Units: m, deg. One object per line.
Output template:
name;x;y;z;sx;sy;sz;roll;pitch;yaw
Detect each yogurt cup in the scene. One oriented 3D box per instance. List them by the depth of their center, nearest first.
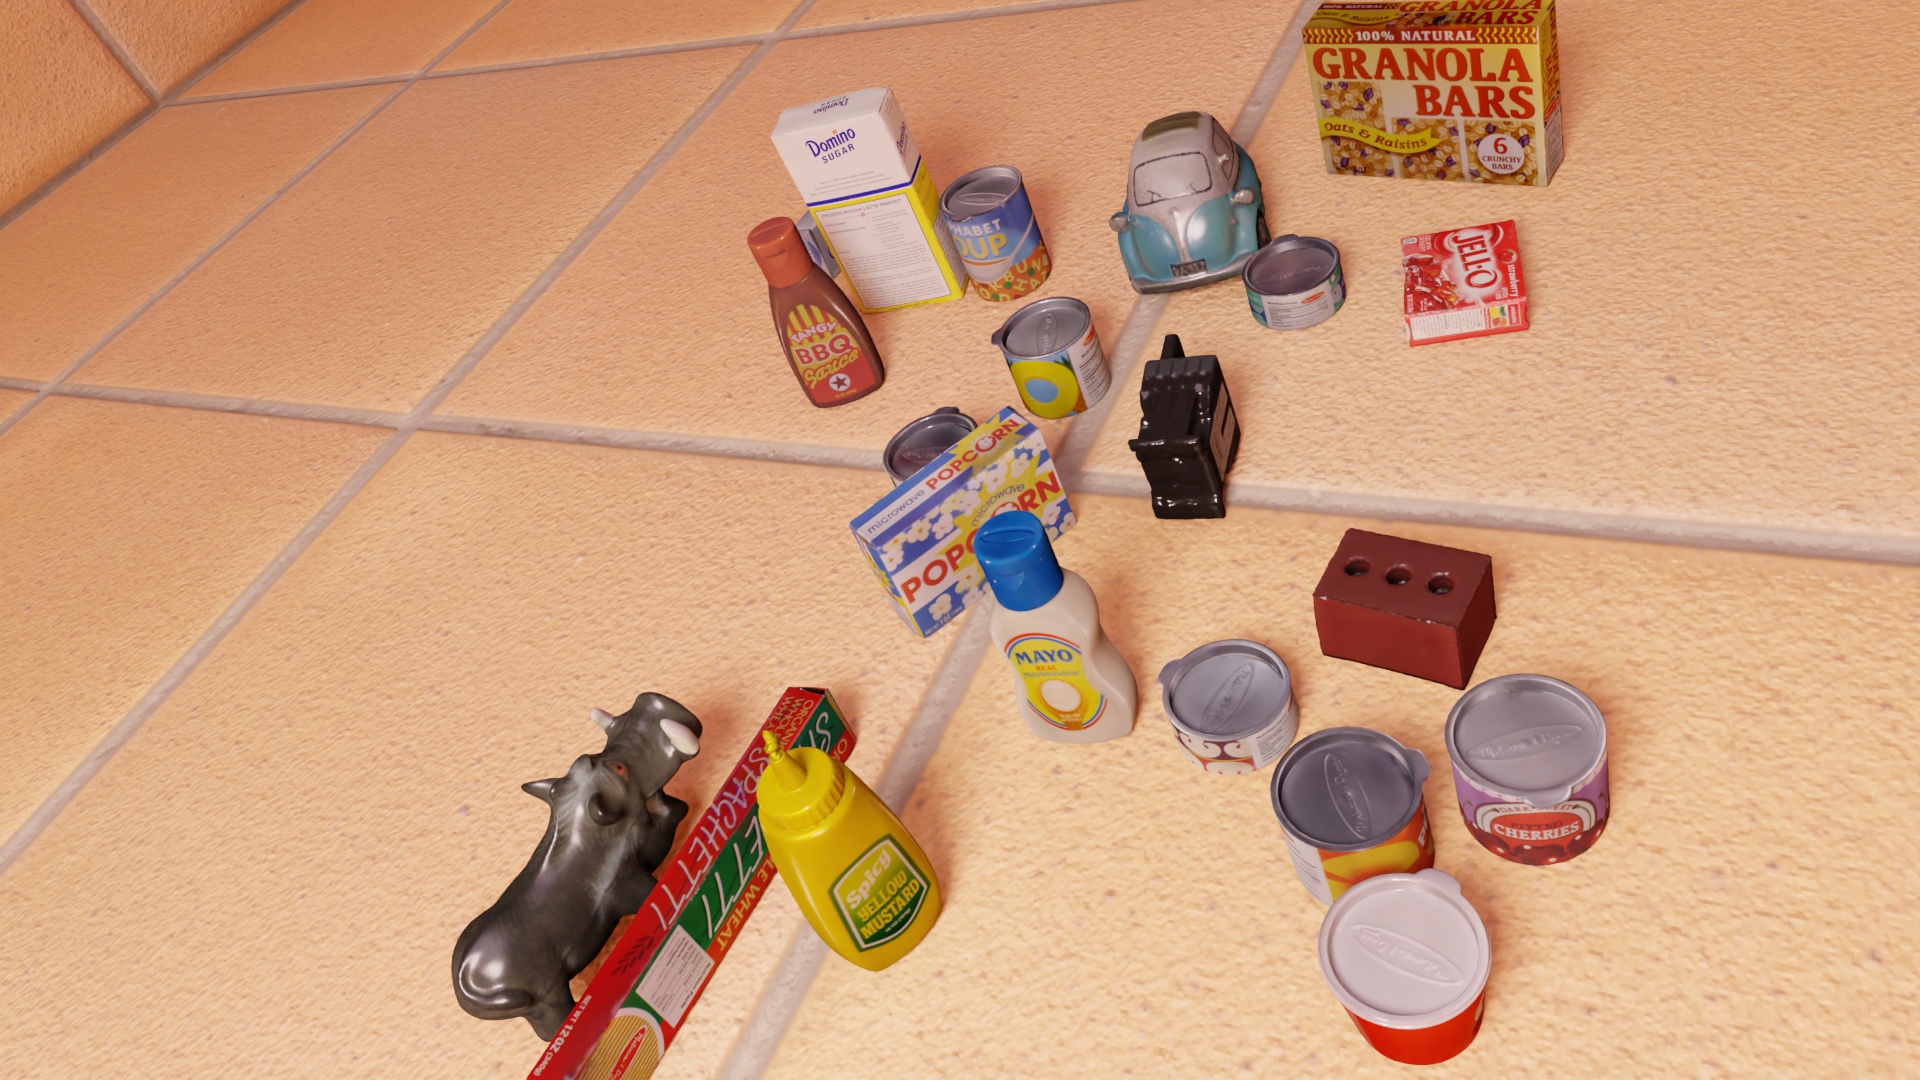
yogurt cup;0.188;0.182;0.581;0.072;0.053;0.073;-14;42;13

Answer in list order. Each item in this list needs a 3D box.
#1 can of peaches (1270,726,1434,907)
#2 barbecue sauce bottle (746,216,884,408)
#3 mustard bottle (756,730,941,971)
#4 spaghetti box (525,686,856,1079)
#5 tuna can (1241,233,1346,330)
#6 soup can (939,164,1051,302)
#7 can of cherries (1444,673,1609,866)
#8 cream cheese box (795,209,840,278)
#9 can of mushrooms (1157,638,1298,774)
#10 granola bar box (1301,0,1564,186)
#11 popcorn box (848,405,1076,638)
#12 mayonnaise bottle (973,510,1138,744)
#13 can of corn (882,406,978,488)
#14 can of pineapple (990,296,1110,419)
can of peaches;0.183;0.128;0.636;0.071;0.057;0.071;-14;42;13
barbecue sauce bottle;-0.110;-0.167;1.022;0.065;0.148;0.044;-18;41;9
mustard bottle;-0.060;0.144;0.662;0.065;0.159;0.049;-42;43;-18
spaghetti box;-0.133;0.187;0.737;0.028;0.050;0.251;8;51;33
tuna can;0.229;-0.178;0.954;0.071;0.032;0.071;-14;42;13
soup can;0.027;-0.235;1.075;0.071;0.083;0.072;-14;42;13
can of cherries;0.255;0.105;0.624;0.071;0.058;0.072;-14;42;13
cream cheese box;-0.103;-0.280;1.209;0.024;0.053;0.104;9;51;33
can of mushrooms;0.139;0.086;0.721;0.071;0.033;0.071;-14;42;13
granola bar box;0.333;-0.315;0.977;0.165;0.123;0.039;16;55;37
popcorn box;0.003;-0.011;0.850;0.127;0.085;0.038;-37;42;-13
mayonnaise bottle;0.046;0.048;0.720;0.065;0.147;0.041;-5;45;22
can of corn;-0.009;-0.043;0.911;0.071;0.058;0.071;-14;42;13
can of pineapple;0.064;-0.126;0.962;0.071;0.057;0.071;-14;42;13
